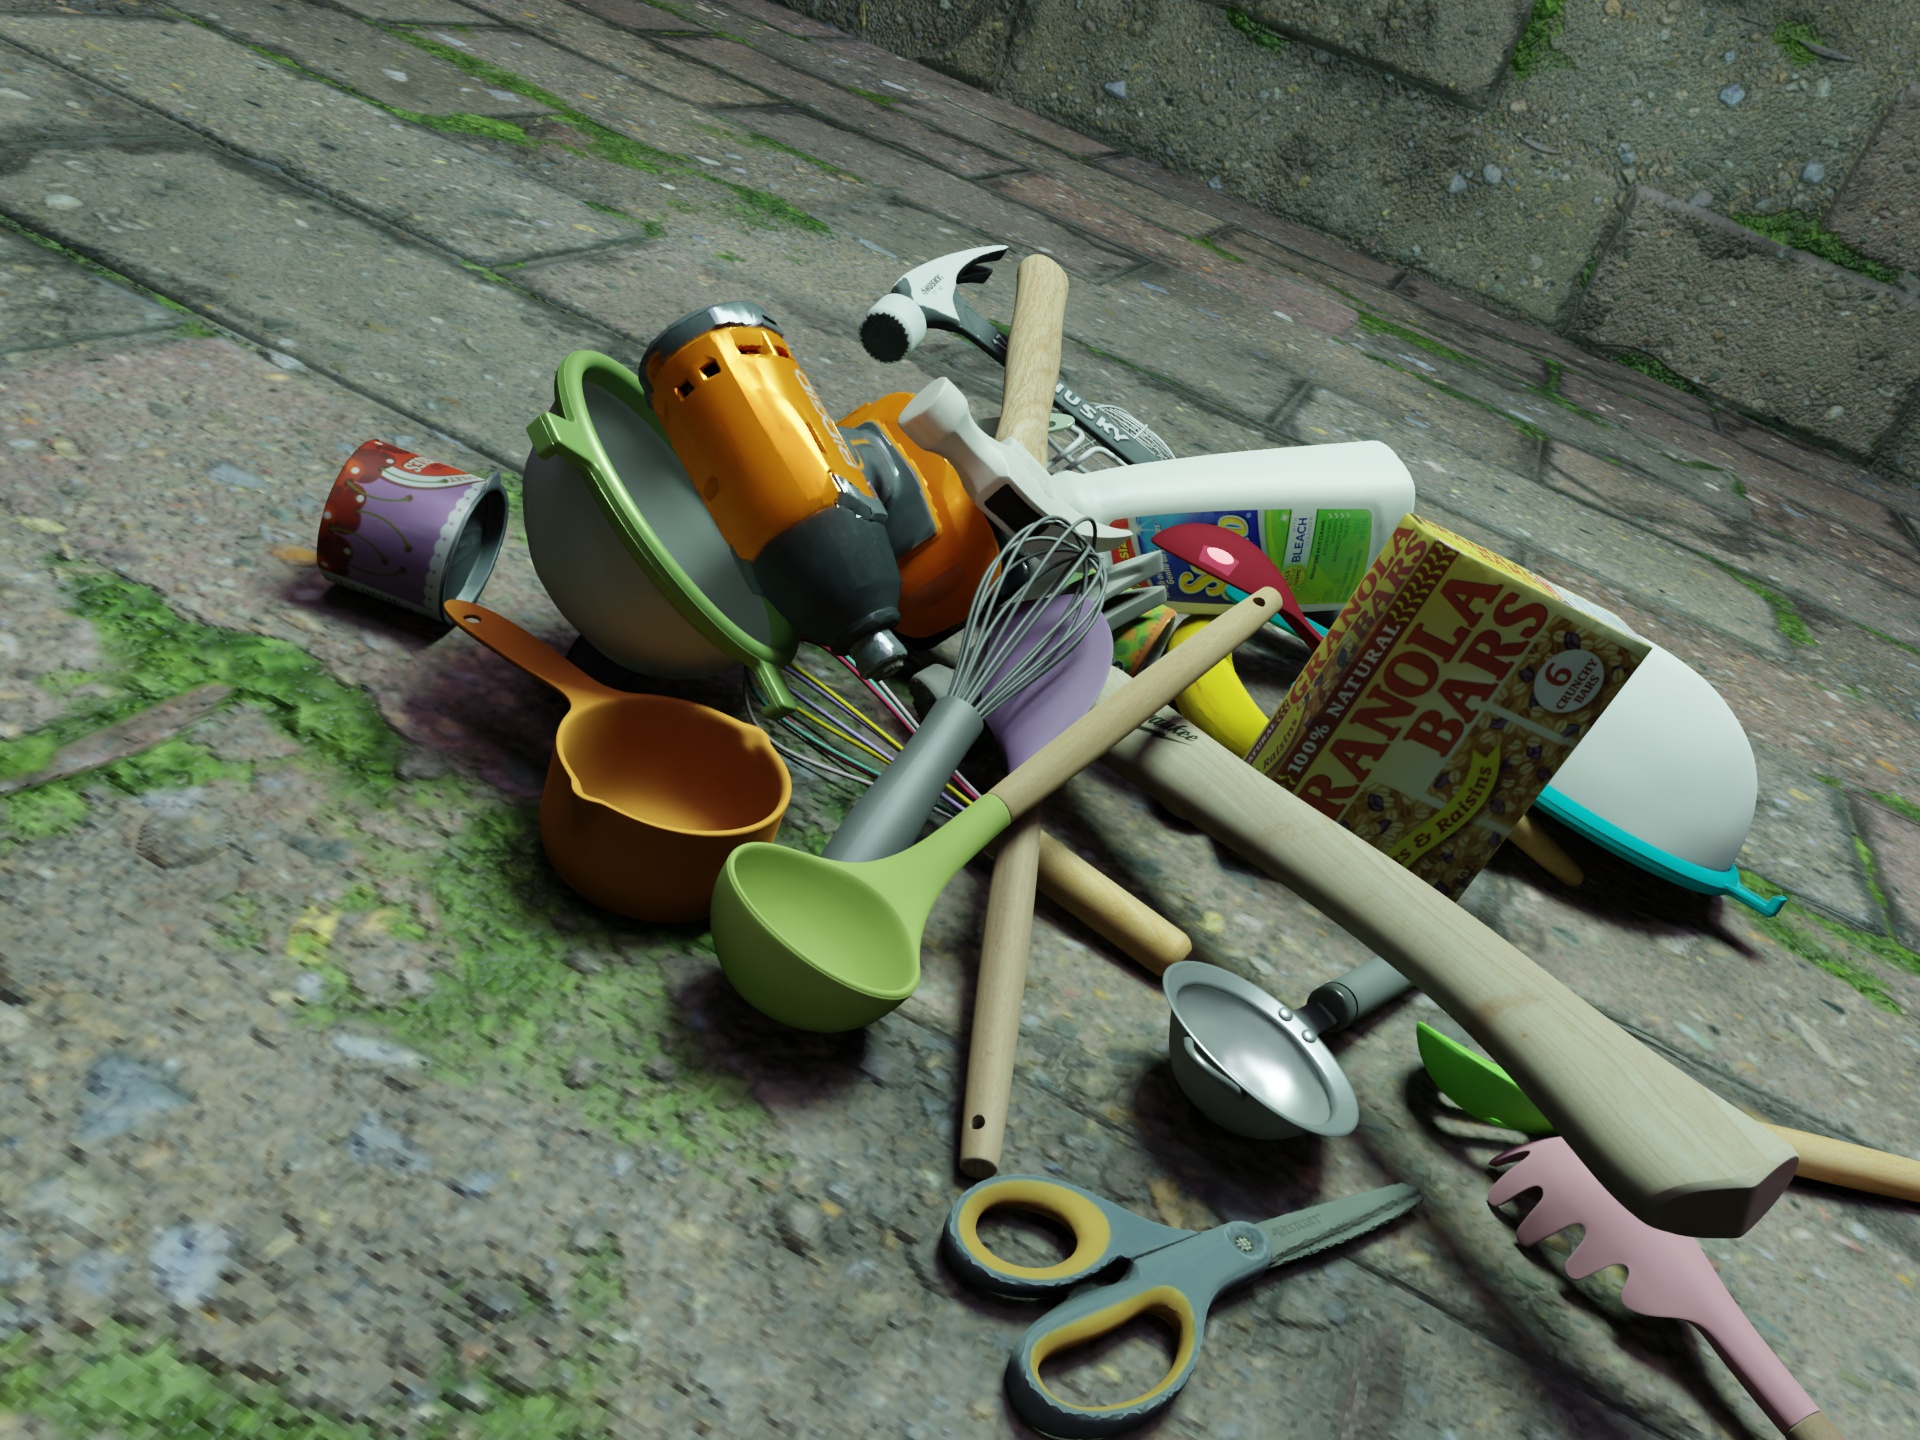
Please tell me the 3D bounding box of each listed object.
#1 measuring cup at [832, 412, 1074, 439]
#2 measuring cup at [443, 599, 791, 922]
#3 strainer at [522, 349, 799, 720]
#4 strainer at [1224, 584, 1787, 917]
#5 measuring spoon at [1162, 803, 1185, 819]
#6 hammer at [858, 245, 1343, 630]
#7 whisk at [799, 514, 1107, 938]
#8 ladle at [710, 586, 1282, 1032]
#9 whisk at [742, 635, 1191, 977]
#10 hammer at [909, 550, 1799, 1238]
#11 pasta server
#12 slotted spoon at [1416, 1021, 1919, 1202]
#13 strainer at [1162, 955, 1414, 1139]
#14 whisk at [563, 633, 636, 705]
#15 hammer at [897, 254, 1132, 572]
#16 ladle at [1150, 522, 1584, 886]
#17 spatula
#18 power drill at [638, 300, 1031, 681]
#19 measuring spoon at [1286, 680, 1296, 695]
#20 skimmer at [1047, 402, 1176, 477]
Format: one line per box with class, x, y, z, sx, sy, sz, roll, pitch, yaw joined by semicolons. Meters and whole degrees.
measuring cup;-0.013;-0.152;0.930;0.167;0.038;0.083;-5;41;13
measuring cup;-0.144;0.014;0.609;0.174;0.052;0.095;33;30;24
strainer;-0.142;-0.097;0.698;0.151;0.069;0.257;52;11;-28
strainer;0.311;-0.028;0.886;0.340;0.095;0.211;27;19;-12
measuring spoon;0.149;0.050;0.791;0.124;0.018;0.034;18;40;-20
hammer;0.130;-0.150;0.987;0.409;0.036;0.149;38;43;-4
whisk;0.000;-0.002;0.653;0.055;0.055;0.239;27;57;11
ladle;0.034;0.014;0.615;0.078;0.062;0.320;42;53;19
whisk;-0.004;0.032;0.688;0.245;0.047;0.051;35;42;16
hammer;0.147;0.049;0.643;0.146;0.038;0.411;-30;43;-20
pasta server;0.287;0.256;0.512;0.060;0.040;0.317;2;38;-33
slotted spoon;0.325;0.177;0.671;0.313;0.031;0.070;16;5;-16
strainer;0.145;0.119;0.637;0.087;0.050;0.258;44;29;25
whisk;-0.138;-0.083;0.781;0.070;0.070;0.285;20;32;-3
hammer;0.039;-0.181;0.850;0.130;0.031;0.332;44;27;-21
ladle;0.215;-0.004;0.796;0.315;0.031;0.069;38;9;-21
spatula;0.026;0.043;0.636;0.060;0.018;0.316;-6;39;15
power drill;-0.043;-0.089;0.724;0.164;0.084;0.226;61;16;9
measuring spoon;0.229;0.027;0.888;0.129;0.021;0.042;46;36;22
skimmer;0.028;-0.118;0.984;0.127;0.090;0.363;37;41;15
